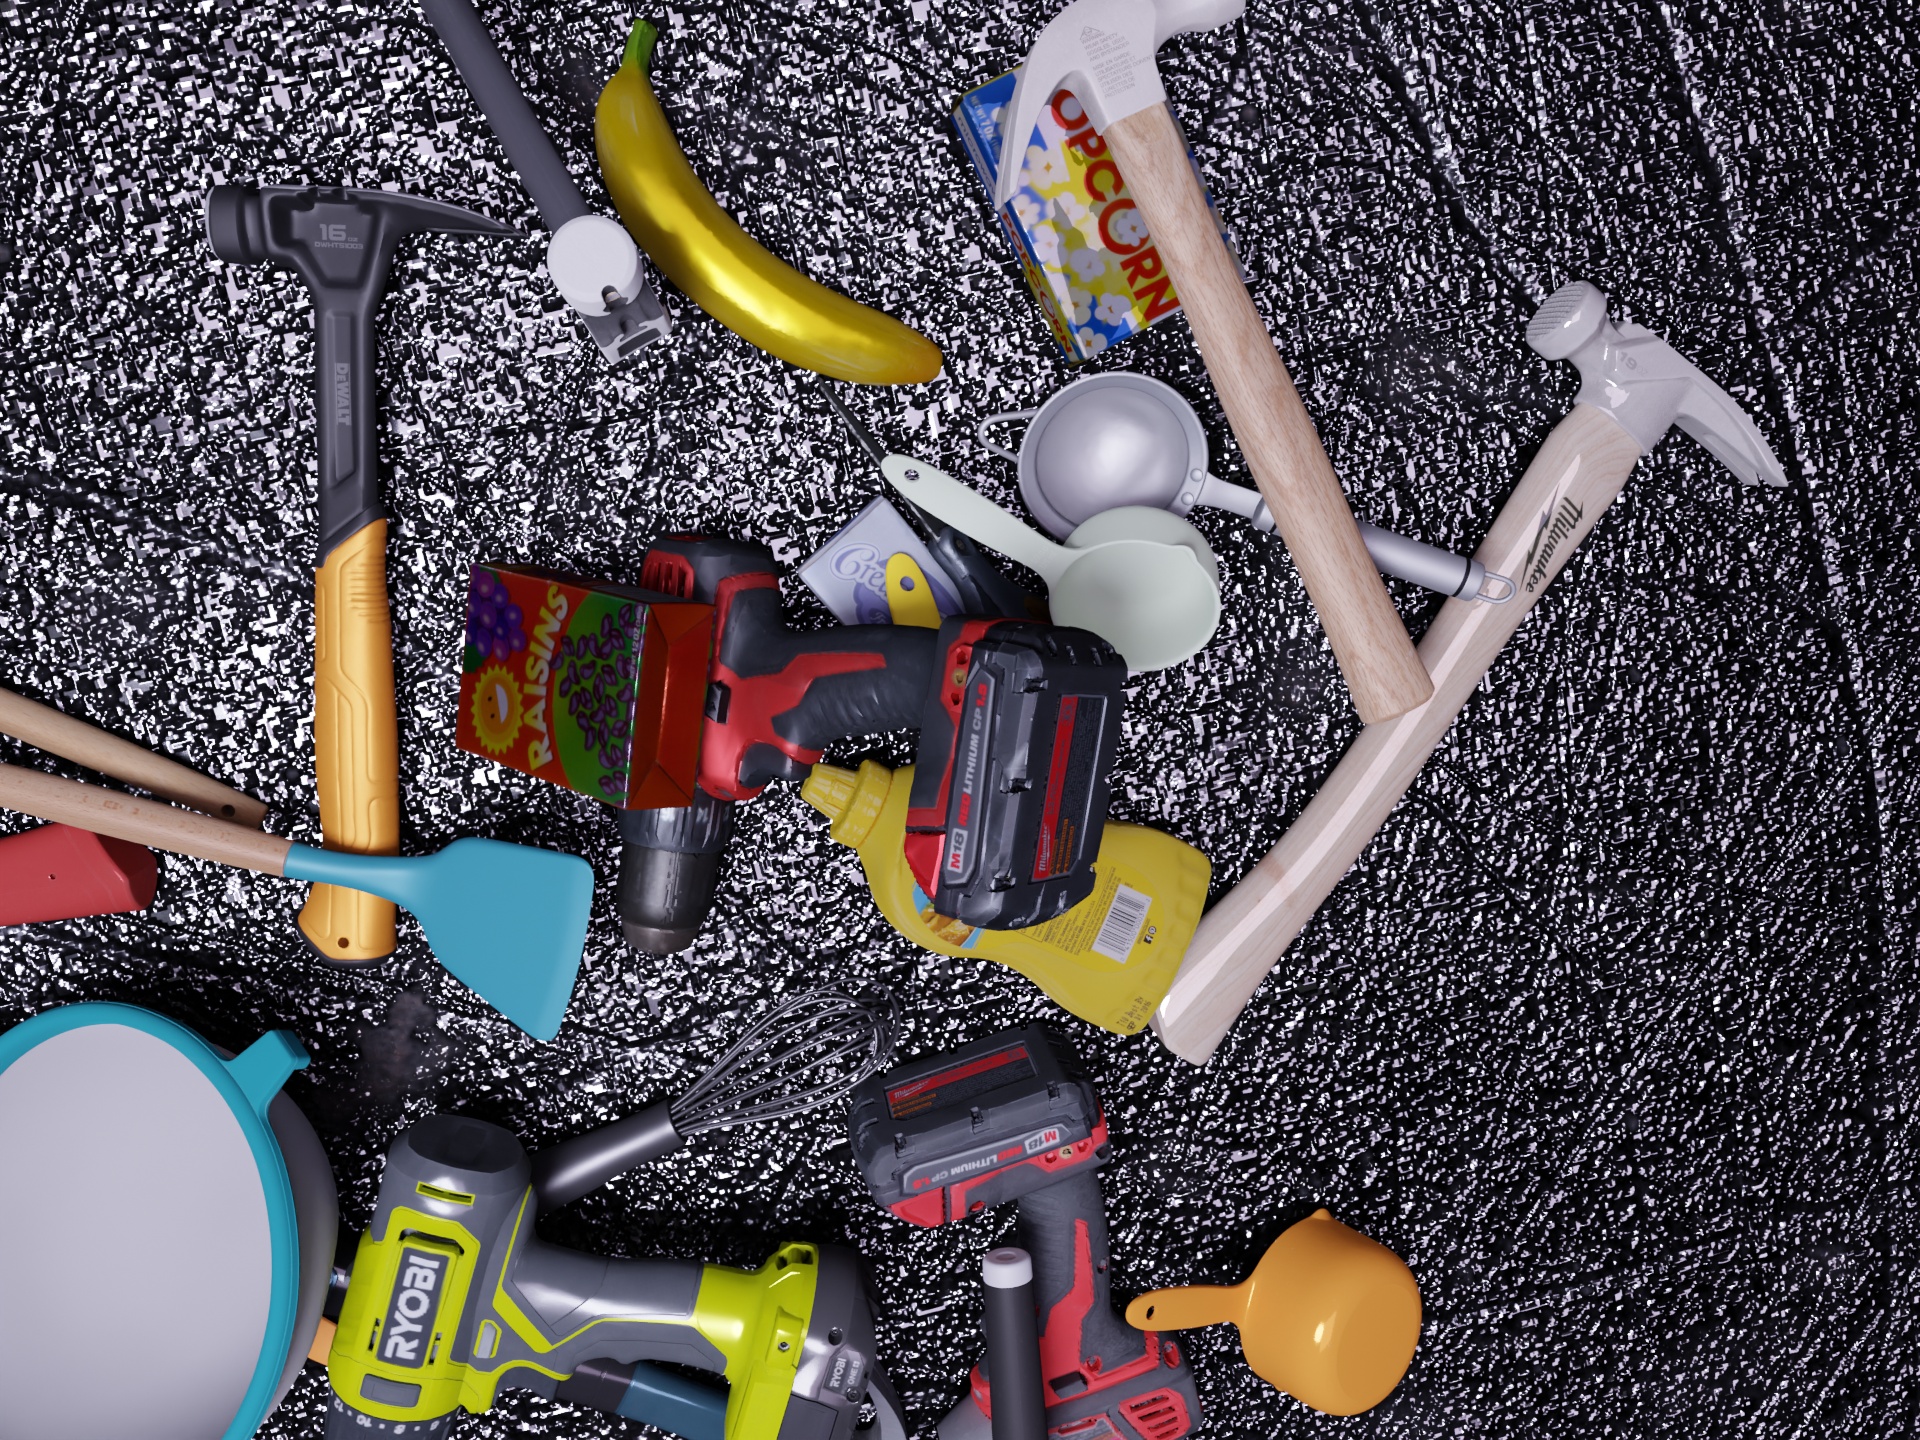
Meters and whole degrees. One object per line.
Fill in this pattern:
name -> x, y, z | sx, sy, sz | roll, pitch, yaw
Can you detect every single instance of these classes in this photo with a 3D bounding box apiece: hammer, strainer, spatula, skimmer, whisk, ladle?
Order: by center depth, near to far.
hammer -> -0.209, -0.293, 0.632 | 0.035, 0.146, 0.335 | -30, 91, -3
ladle -> -0.450, -0.020, 0.661 | 0.320, 0.062, 0.078 | 26, 102, -14
spatula -> -0.310, 0.053, 0.666 | 0.317, 0.044, 0.082 | 15, 102, -5
strainer -> -0.341, 0.289, 0.674 | 0.211, 0.095, 0.340 | -3, 83, 19
hammer -> -0.535, 0.091, 0.676 | 0.359, 0.037, 0.149 | -4, 100, -7
hammer -> 0.120, -0.150, 0.682 | 0.130, 0.031, 0.331 | -27, 97, -6
hammer -> -0.255, -0.055, 0.689 | 0.127, 0.034, 0.337 | 4, 100, 2
strainer -> 0.132, -0.098, 0.726 | 0.258, 0.050, 0.086 | 19, 120, -3
whisk -> -0.136, 0.186, 0.748 | 0.239, 0.055, 0.055 | -26, 102, 1
skimmer -> 0.029, 0.418, 0.758 | 0.127, 0.090, 0.363 | -5, 95, -8
hammer -> -0.175, 0.318, 0.768 | 0.331, 0.033, 0.128 | 26, 95, -12
hammer -> 0.230, -0.001, 0.775 | 0.146, 0.038, 0.410 | 34, 93, -13

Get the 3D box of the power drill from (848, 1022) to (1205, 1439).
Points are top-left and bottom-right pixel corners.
power drill -> 0.025, 0.272, 0.771 | 0.143, 0.079, 0.219 | -18, 104, -5

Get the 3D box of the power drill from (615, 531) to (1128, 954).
power drill -> -0.056, 0.026, 0.666 | 0.227, 0.080, 0.188 | 13, 97, 32

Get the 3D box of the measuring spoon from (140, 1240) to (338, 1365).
measuring spoon -> -0.332, 0.279, 0.749 | 0.117, 0.011, 0.021 | 33, 93, -12

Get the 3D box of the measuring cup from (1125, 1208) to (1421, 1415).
measuring cup -> 0.156, 0.291, 0.767 | 0.173, 0.052, 0.095 | 14, 89, -38

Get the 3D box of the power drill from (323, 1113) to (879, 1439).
power drill -> -0.165, 0.294, 0.710 | 0.228, 0.080, 0.190 | 16, 97, -7

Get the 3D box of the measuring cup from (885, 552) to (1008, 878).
measuring cup -> -0.001, -0.002, 0.700 | 0.062, 0.029, 0.156 | -18, 88, -20

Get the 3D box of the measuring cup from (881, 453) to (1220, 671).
measuring cup -> 0.041, -0.083, 0.708 | 0.167, 0.038, 0.083 | 28, 132, -14
